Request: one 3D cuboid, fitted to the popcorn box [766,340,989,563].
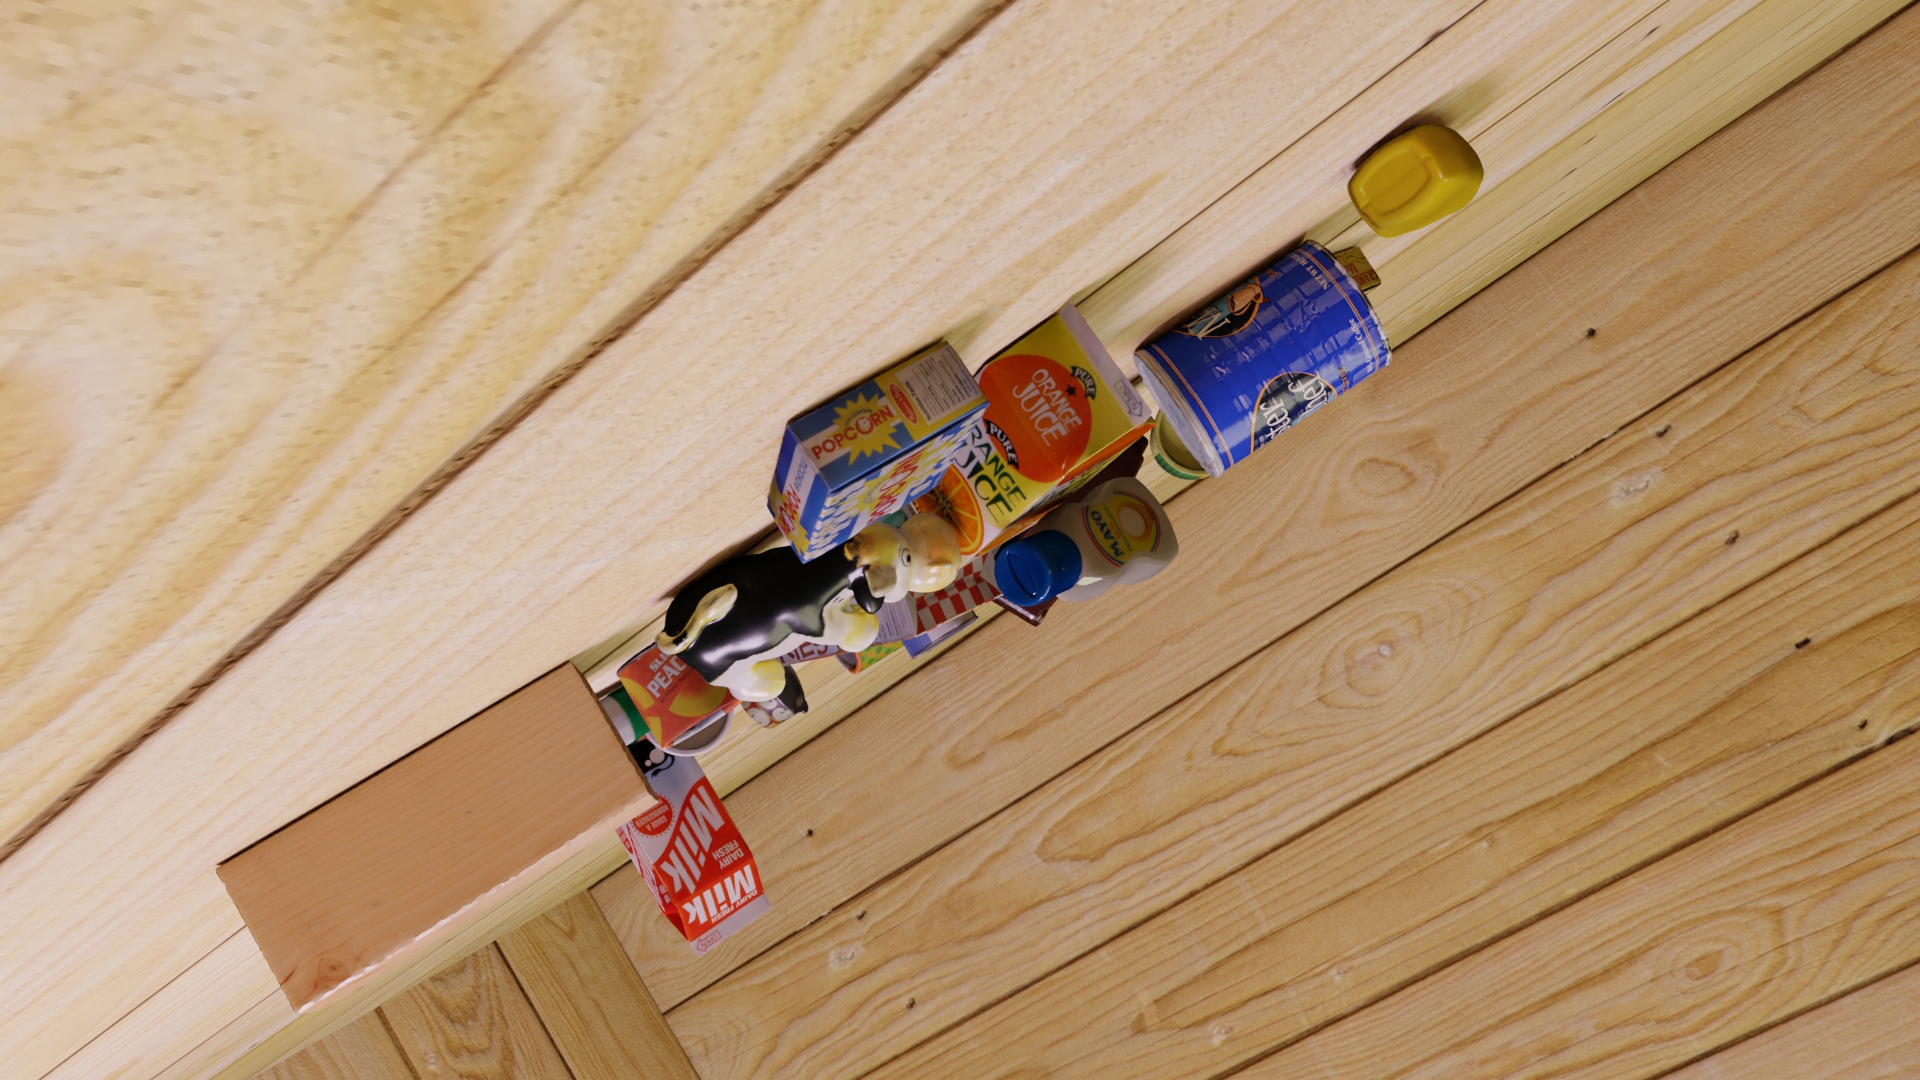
[{"bbox_3d":[-0.043,-0.039,0.656,0.085,0.038,0.126,-32,174,-18],"label":"popcorn box"}]

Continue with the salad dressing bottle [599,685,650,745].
[{"bbox_3d":[-0.258,0.137,0.926,0.148,0.044,0.064,-31,173,-29],"label":"salad dressing bottle"}]

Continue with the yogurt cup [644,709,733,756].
[{"bbox_3d":[-0.203,0.124,1.009,0.072,0.072,0.054,-30,-179,-25],"label":"yogurt cup"}]

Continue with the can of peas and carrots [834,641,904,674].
[{"bbox_3d":[-0.084,0.074,1.219,0.059,0.071,0.070,-30,173,-23],"label":"can of peas and carrots"}]

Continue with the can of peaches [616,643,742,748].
[{"bbox_3d":[-0.181,0.095,0.909,0.071,0.058,0.071,-32,174,-4],"label":"can of peaches"}]

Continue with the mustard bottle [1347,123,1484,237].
[{"bbox_3d":[0.285,-0.220,0.847,0.065,0.049,0.161,-37,174,33],"label":"mustard bottle"}]

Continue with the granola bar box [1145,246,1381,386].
[{"bbox_3d":[0.245,-0.166,1.122,0.165,0.039,0.125,-38,173,40],"label":"granola bar box"}]

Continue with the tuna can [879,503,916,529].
[{"bbox_3d":[-0.051,-0.002,0.928,0.071,0.033,0.071,-33,174,-4],"label":"tuna can"}]

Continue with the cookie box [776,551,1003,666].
[{"bbox_3d":[-0.072,0.050,0.964,0.167,0.040,0.123,-14,-176,31],"label":"cookie box"}]

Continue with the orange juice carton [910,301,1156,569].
[{"bbox_3d":[0.039,-0.057,0.765,0.073,0.072,0.192,-30,174,-30],"label":"orange juice carton"}]

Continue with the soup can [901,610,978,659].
[{"bbox_3d":[-0.035,0.049,1.170,0.071,0.084,0.071,-32,174,-4],"label":"soup can"}]

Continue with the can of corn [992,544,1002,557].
[{"bbox_3d":[0.009,0.020,1.233,0.071,0.071,0.058,-32,173,-8],"label":"can of corn"}]

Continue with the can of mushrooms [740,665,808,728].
[{"bbox_3d":[-0.166,0.130,1.211,0.033,0.071,0.071,-33,174,13],"label":"can of mushrooms"}]

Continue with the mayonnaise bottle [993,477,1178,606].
[{"bbox_3d":[0.073,0.004,0.807,0.041,0.065,0.148,-36,171,34],"label":"mayonnaise bottle"}]

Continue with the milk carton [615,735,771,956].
[{"bbox_3d":[-0.228,0.229,1.104,0.072,0.190,0.073,-30,173,-27],"label":"milk carton"}]

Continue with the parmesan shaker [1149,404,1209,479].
[{"bbox_3d":[0.179,-0.082,1.052,0.071,0.071,0.103,-33,177,5],"label":"parmesan shaker"}]
